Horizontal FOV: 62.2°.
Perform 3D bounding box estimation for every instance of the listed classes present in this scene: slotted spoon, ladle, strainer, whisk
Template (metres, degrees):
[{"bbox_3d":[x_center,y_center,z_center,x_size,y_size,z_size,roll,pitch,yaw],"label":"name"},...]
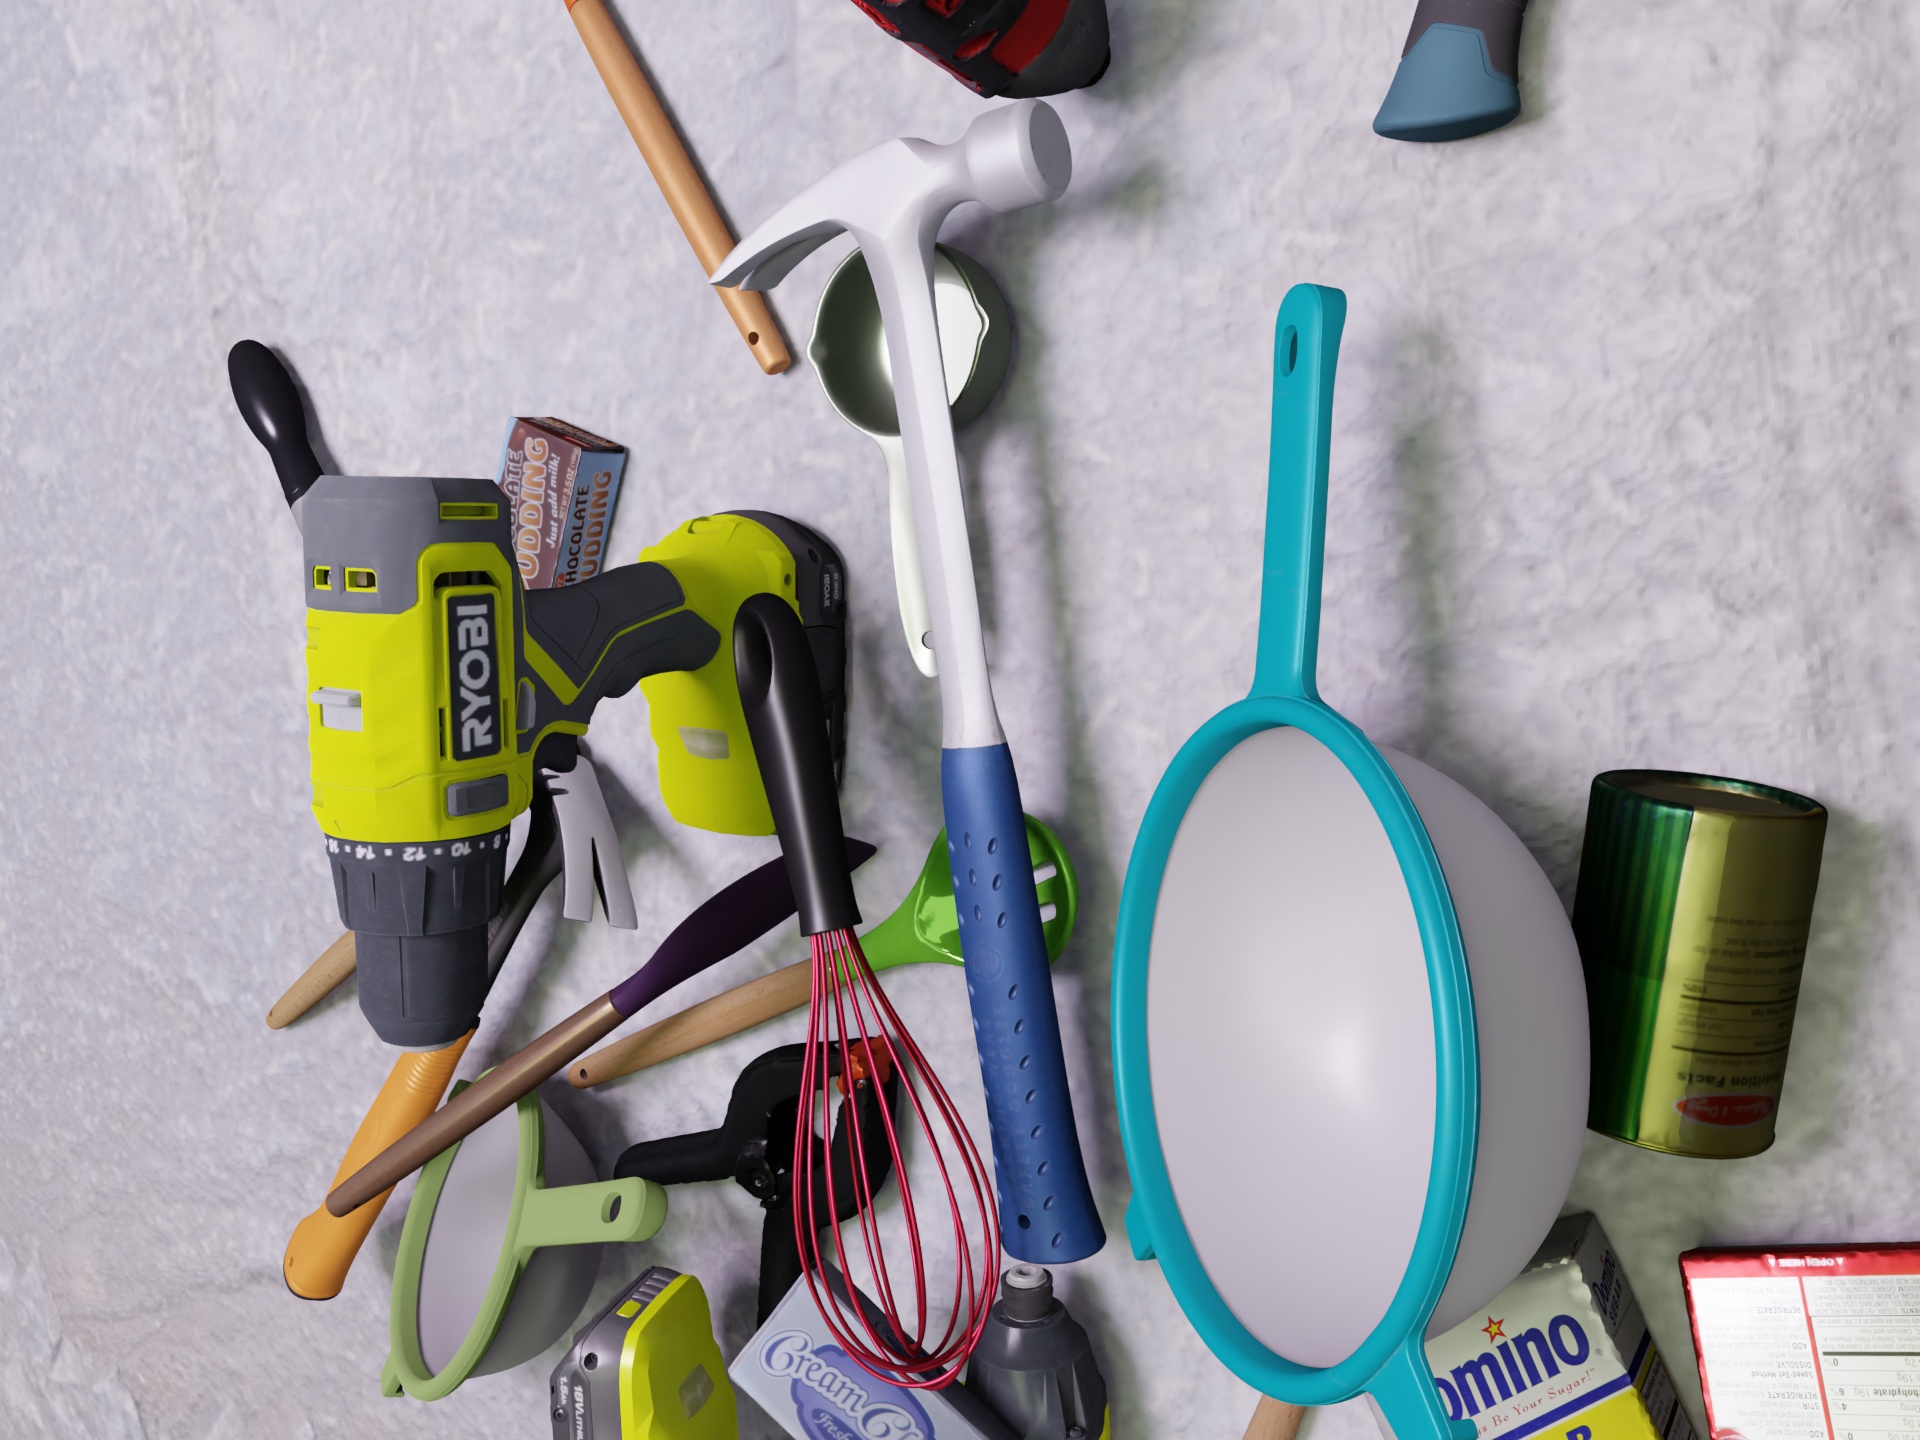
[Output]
[{"bbox_3d":[-0.070,0.112,0.688,0.314,0.031,0.070,-27,82,33],"label":"slotted spoon"},{"bbox_3d":[-0.291,0.104,0.788,0.315,0.031,0.069,-35,44,43],"label":"ladle"},{"bbox_3d":[-0.178,0.230,0.717,0.256,0.069,0.152,-25,51,48],"label":"strainer"},{"bbox_3d":[-0.042,0.096,0.584,0.073,0.073,0.296,-17,83,32],"label":"whisk"},{"bbox_3d":[0.134,0.035,0.506,0.211,0.095,0.340,177,97,-72],"label":"strainer"},{"bbox_3d":[-0.308,-0.076,0.793,0.070,0.070,0.285,-36,74,30],"label":"whisk"}]

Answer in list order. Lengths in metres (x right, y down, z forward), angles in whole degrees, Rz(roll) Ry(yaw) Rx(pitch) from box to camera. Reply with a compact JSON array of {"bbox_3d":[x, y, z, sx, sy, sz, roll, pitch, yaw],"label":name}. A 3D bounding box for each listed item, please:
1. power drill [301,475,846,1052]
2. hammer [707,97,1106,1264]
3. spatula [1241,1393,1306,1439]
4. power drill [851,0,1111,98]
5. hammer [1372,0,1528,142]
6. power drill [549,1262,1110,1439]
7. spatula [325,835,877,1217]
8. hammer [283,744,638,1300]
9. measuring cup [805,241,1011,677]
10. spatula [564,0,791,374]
[{"bbox_3d":[-0.139,0.006,0.595,0.080,0.228,0.190,6,100,30],"label":"power drill"},{"bbox_3d":[-0.001,-0.002,0.583,0.144,0.035,0.405,-5,96,34],"label":"hammer"},{"bbox_3d":[0.086,0.377,0.620,0.082,0.044,0.317,17,105,4],"label":"spatula"},{"bbox_3d":[-0.041,-0.295,0.555,0.220,0.143,0.078,47,113,25],"label":"power drill"},{"bbox_3d":[0.191,-0.338,0.464,0.128,0.033,0.331,22,108,26],"label":"hammer"},{"bbox_3d":[-0.049,0.300,0.656,0.223,0.080,0.171,-1,98,16],"label":"power drill"},{"bbox_3d":[-0.168,0.136,0.694,0.316,0.059,0.018,-36,64,16],"label":"spatula"},{"bbox_3d":[-0.252,0.167,0.765,0.336,0.034,0.127,-57,40,22],"label":"hammer"},{"bbox_3d":[-0.012,-0.102,0.618,0.083,0.038,0.167,-2,98,31],"label":"measuring cup"},{"bbox_3d":[-0.156,-0.286,0.677,0.081,0.041,0.323,-33,80,29],"label":"spatula"}]
